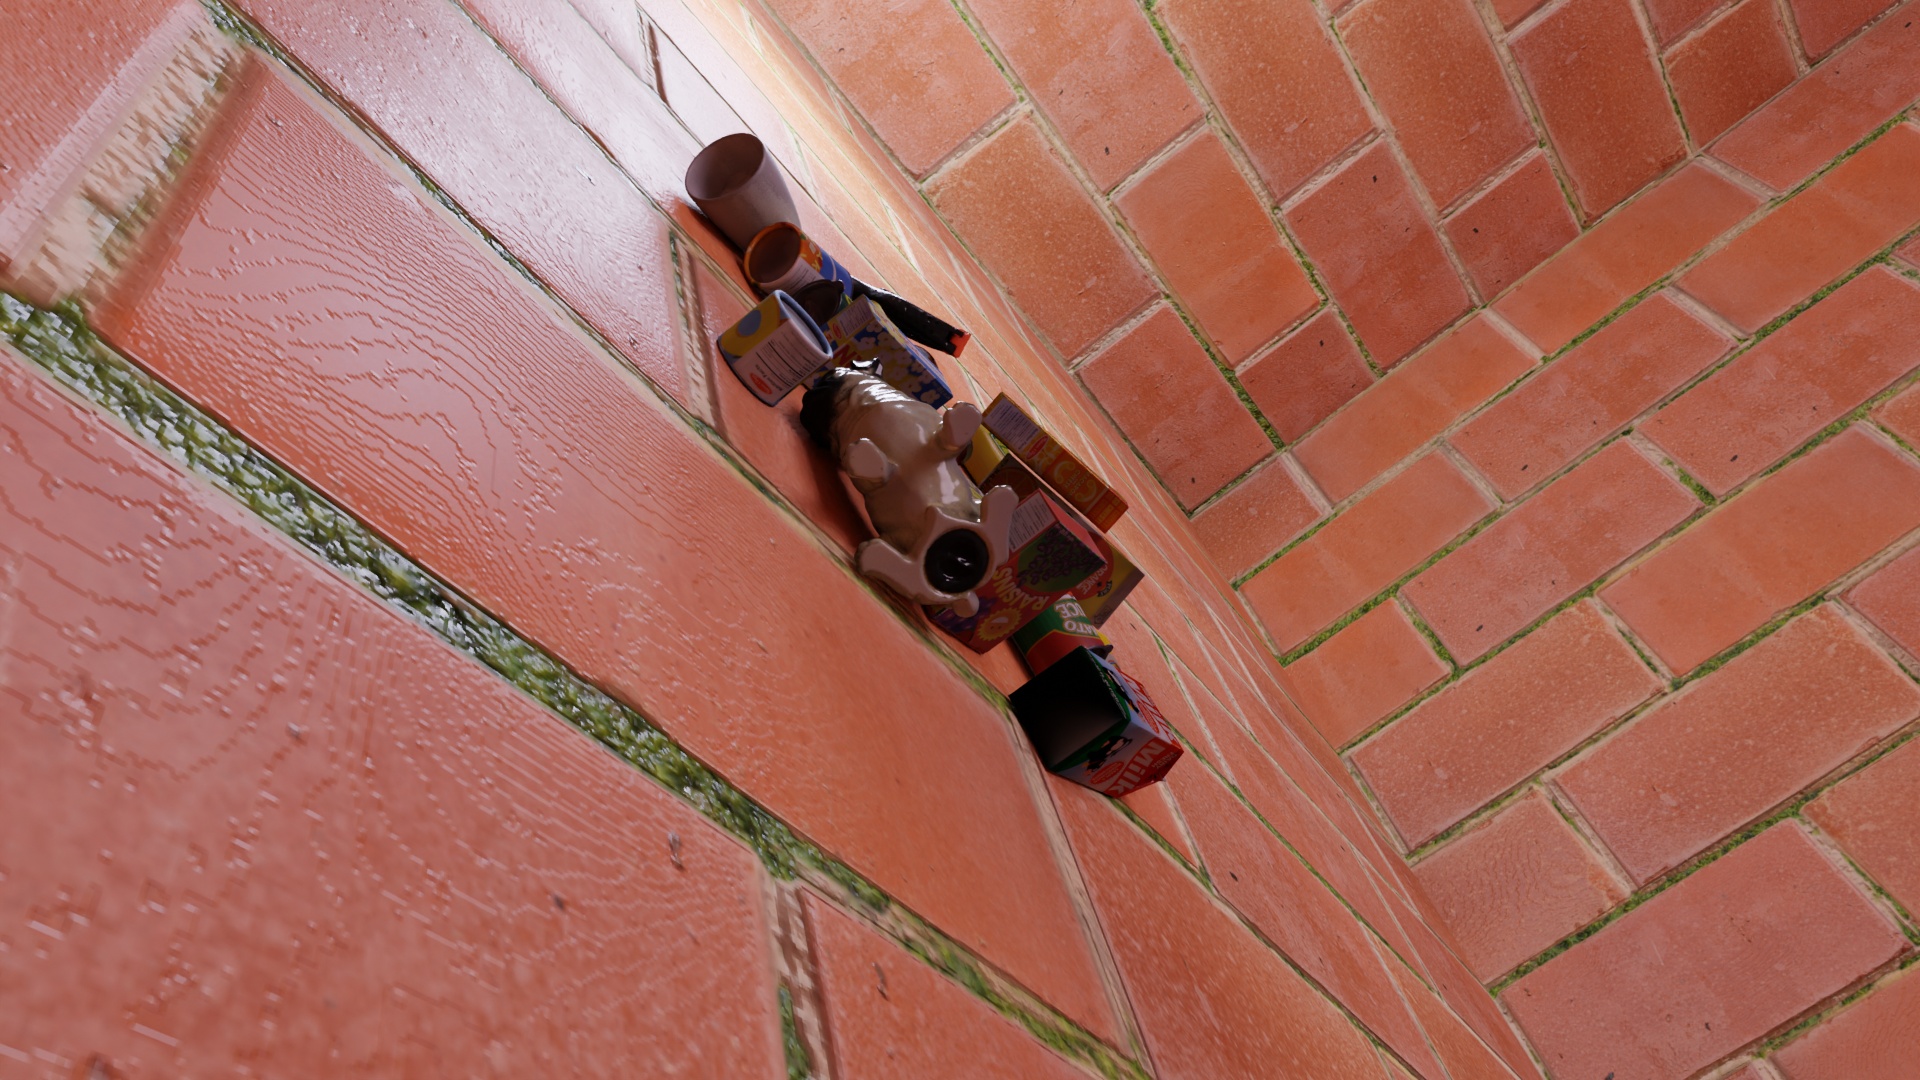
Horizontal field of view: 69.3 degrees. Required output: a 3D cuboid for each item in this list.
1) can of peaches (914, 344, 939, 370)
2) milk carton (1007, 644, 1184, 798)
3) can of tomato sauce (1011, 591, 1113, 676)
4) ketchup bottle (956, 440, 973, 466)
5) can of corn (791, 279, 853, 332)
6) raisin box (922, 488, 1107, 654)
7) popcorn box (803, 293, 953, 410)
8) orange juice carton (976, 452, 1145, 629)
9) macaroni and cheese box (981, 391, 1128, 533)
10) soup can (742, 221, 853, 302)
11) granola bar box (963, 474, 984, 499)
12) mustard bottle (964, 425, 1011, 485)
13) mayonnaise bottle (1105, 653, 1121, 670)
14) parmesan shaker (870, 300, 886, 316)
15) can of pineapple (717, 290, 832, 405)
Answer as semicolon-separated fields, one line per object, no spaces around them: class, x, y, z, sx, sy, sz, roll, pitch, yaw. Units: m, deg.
can of peaches;-0.056;-0.156;1.368;0.071;0.071;0.058;52;11;-6
milk carton;0.120;0.153;1.126;0.072;0.073;0.190;59;13;29
can of tomato sauce;0.080;0.077;1.200;0.083;0.071;0.071;59;13;27
ketchup bottle;-0.020;-0.095;1.377;0.065;0.043;0.149;61;12;5
can of corn;-0.113;-0.186;1.213;0.058;0.071;0.071;42;16;-47
raisin box;0.039;0.026;1.056;0.086;0.123;0.040;38;18;-52
popcorn box;-0.075;-0.141;1.195;0.126;0.085;0.038;41;17;-46
orange juice carton;0.096;0.003;1.372;0.193;0.072;0.073;44;5;34
macaroni and cheese box;0.091;-0.079;1.385;0.166;0.040;0.124;41;4;-2
soup can;-0.147;-0.241;1.252;0.083;0.071;0.071;35;21;-57
granola bar box;0.004;-0.016;1.253;0.165;0.039;0.125;44;15;-38
mustard bottle;0.049;-0.063;1.537;0.160;0.048;0.065;57;13;17
mayonnaise bottle;0.146;0.162;1.279;0.064;0.041;0.149;47;12;-35
parmesan shaker;-0.082;-0.164;1.292;0.103;0.071;0.071;59;13;23
can of pineapple;-0.137;-0.144;1.031;0.071;0.058;0.071;50;12;-14
